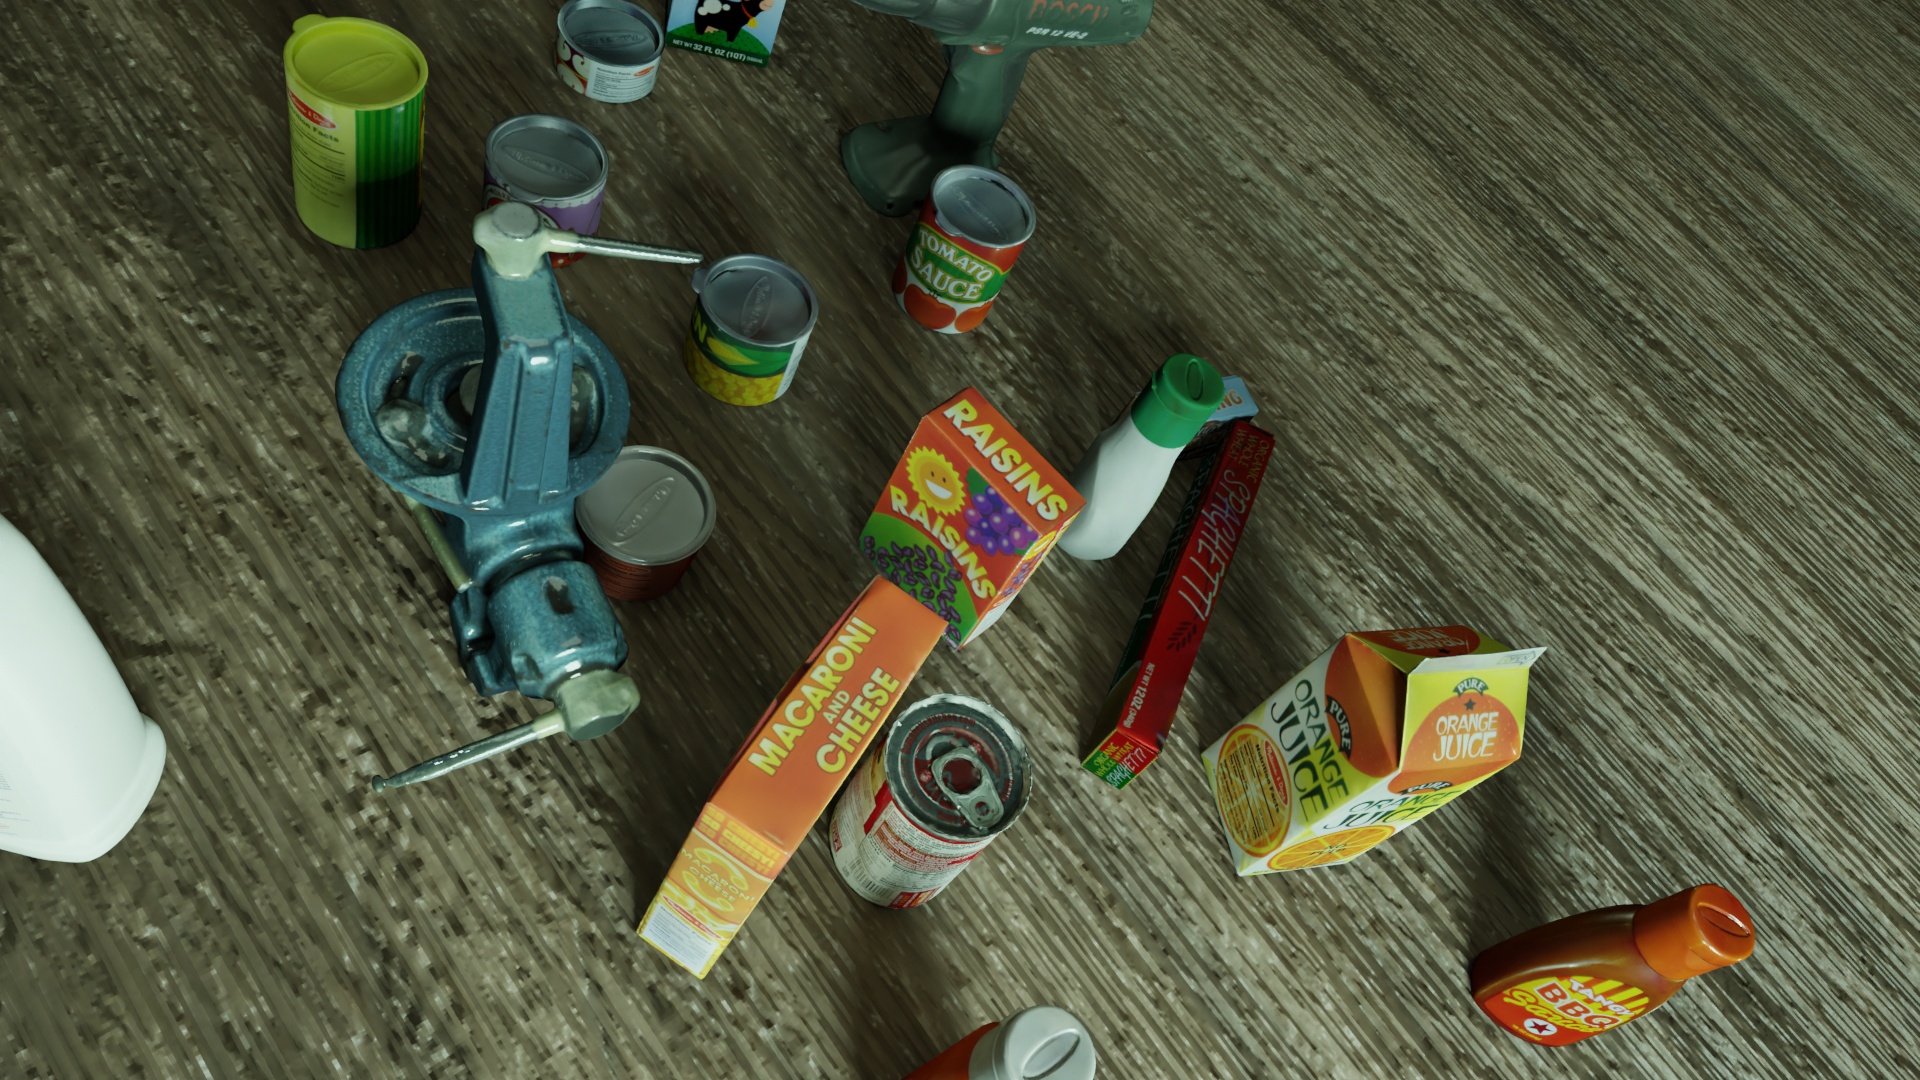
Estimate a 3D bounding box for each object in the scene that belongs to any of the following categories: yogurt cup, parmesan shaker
[{"bbox_3d":[-0.160,-0.005,0.694,0.072,0.053,0.073,11,55,-16],"label":"yogurt cup"},{"bbox_3d":[-0.320,-0.215,0.735,0.071,0.102,0.071,11,55,-16],"label":"parmesan shaker"}]

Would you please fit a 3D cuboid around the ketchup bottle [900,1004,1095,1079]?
[{"bbox_3d":[0.007,0.221,0.555,0.065,0.148,0.043,-27,72,-34],"label":"ketchup bottle"}]

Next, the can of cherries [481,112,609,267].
[{"bbox_3d":[-0.237,-0.195,0.784,0.071,0.058,0.072,11,55,-16],"label":"can of cherries"}]

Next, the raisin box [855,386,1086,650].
[{"bbox_3d":[0.003,-0.009,0.720,0.086,0.122,0.040,47,54,11],"label":"raisin box"}]

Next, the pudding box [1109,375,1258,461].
[{"bbox_3d":[0.137,-0.073,0.864,0.084,0.049,0.030,-12,64,-28],"label":"pudding box"}]

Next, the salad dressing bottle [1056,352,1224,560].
[{"bbox_3d":[0.095,-0.044,0.766,0.044,0.147,0.064,17,54,-12],"label":"salad dressing bottle"}]

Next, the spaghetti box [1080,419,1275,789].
[{"bbox_3d":[0.128,0.028,0.794,0.029,0.050,0.251,30,52,-2],"label":"spaghetti box"}]

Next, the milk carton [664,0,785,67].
[{"bbox_3d":[-0.136,-0.403,0.879,0.072,0.189,0.074,6,57,-19],"label":"milk carton"}]

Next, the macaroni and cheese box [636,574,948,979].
[{"bbox_3d":[-0.075,0.103,0.587,0.040,0.165,0.124,34,52,1],"label":"macaroni and cheese box"}]

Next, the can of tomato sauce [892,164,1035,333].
[{"bbox_3d":[0.000,-0.177,0.854,0.071,0.082,0.071,11,55,-16],"label":"can of tomato sauce"}]

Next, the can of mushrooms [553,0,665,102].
[{"bbox_3d":[-0.224,-0.314,0.883,0.071,0.033,0.071,11,55,-16],"label":"can of mushrooms"}]

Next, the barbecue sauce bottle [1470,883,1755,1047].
[{"bbox_3d":[0.324,0.211,0.692,0.065,0.147,0.044,29,52,-3],"label":"barbecue sauce bottle"}]

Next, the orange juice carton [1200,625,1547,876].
[{"bbox_3d":[0.202,0.099,0.688,0.072,0.191,0.073,-1,59,-23],"label":"orange juice carton"}]

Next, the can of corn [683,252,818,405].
[{"bbox_3d":[-0.122,-0.119,0.782,0.071,0.058,0.071,11,55,-16],"label":"can of corn"}]
